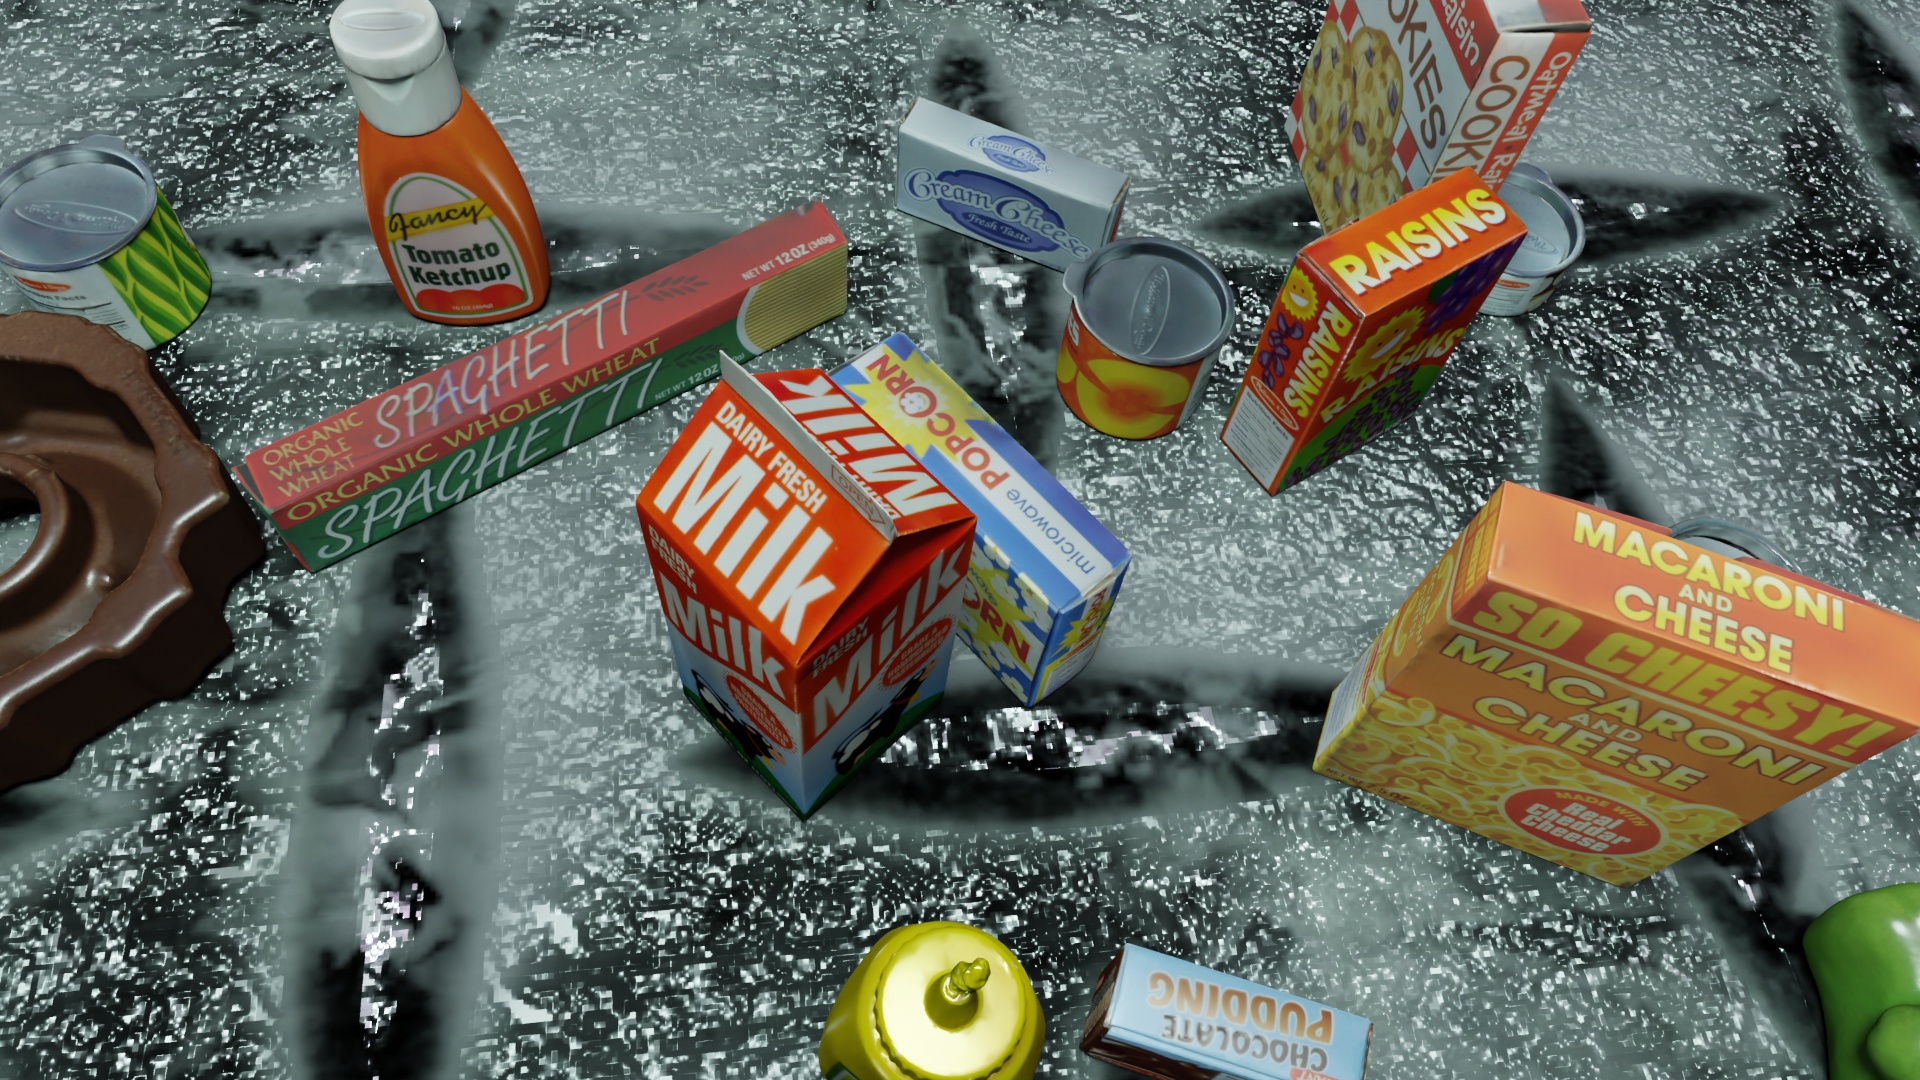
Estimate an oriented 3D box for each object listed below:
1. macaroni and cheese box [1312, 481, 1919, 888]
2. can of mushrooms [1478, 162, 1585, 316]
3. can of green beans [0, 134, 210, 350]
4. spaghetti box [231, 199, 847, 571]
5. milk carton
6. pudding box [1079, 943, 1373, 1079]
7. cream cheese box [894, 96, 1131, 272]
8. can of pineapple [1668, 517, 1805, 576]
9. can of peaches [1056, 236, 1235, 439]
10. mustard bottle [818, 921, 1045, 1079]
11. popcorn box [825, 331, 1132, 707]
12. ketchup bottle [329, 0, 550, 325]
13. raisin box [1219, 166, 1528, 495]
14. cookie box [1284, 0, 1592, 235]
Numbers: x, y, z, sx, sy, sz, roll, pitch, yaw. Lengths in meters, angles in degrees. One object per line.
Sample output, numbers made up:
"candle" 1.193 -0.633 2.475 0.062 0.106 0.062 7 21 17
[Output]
"macaroni and cheese box" 0.202 0.054 0.458 0.124 0.165 0.040 20 62 6
"can of mushrooms" 0.252 -0.141 0.647 0.071 0.033 0.071 2 61 -4
"can of green beans" -0.352 -0.118 0.568 0.071 0.057 0.071 2 61 -4
"spaghetti box" -0.157 -0.065 0.560 0.251 0.050 0.029 -30 68 -19
"milk carton" -0.048 0.016 0.444 0.074 0.189 0.072 -40 71 -23
"pudding box" 0.085 0.163 0.454 0.084 0.049 0.030 16 61 4
"cream cheese box" 0.021 -0.157 0.625 0.104 0.053 0.024 23 62 8
"can of pineapple" 0.284 0.035 0.538 0.071 0.057 0.071 2 61 -4
"can of peaches" 0.074 -0.085 0.587 0.071 0.057 0.071 2 61 -4
"mustard bottle" -0.007 0.140 0.396 0.065 0.159 0.049 28 63 10
"popcorn box" 0.002 -0.007 0.521 0.038 0.084 0.127 -37 70 -22
"ketchup bottle" -0.205 -0.145 0.544 0.065 0.148 0.044 -5 62 -8
"raisin box" 0.160 -0.080 0.554 0.086 0.122 0.040 -28 67 -18
"cookie box" 0.196 -0.197 0.597 0.040 0.166 0.123 -6 62 -8
